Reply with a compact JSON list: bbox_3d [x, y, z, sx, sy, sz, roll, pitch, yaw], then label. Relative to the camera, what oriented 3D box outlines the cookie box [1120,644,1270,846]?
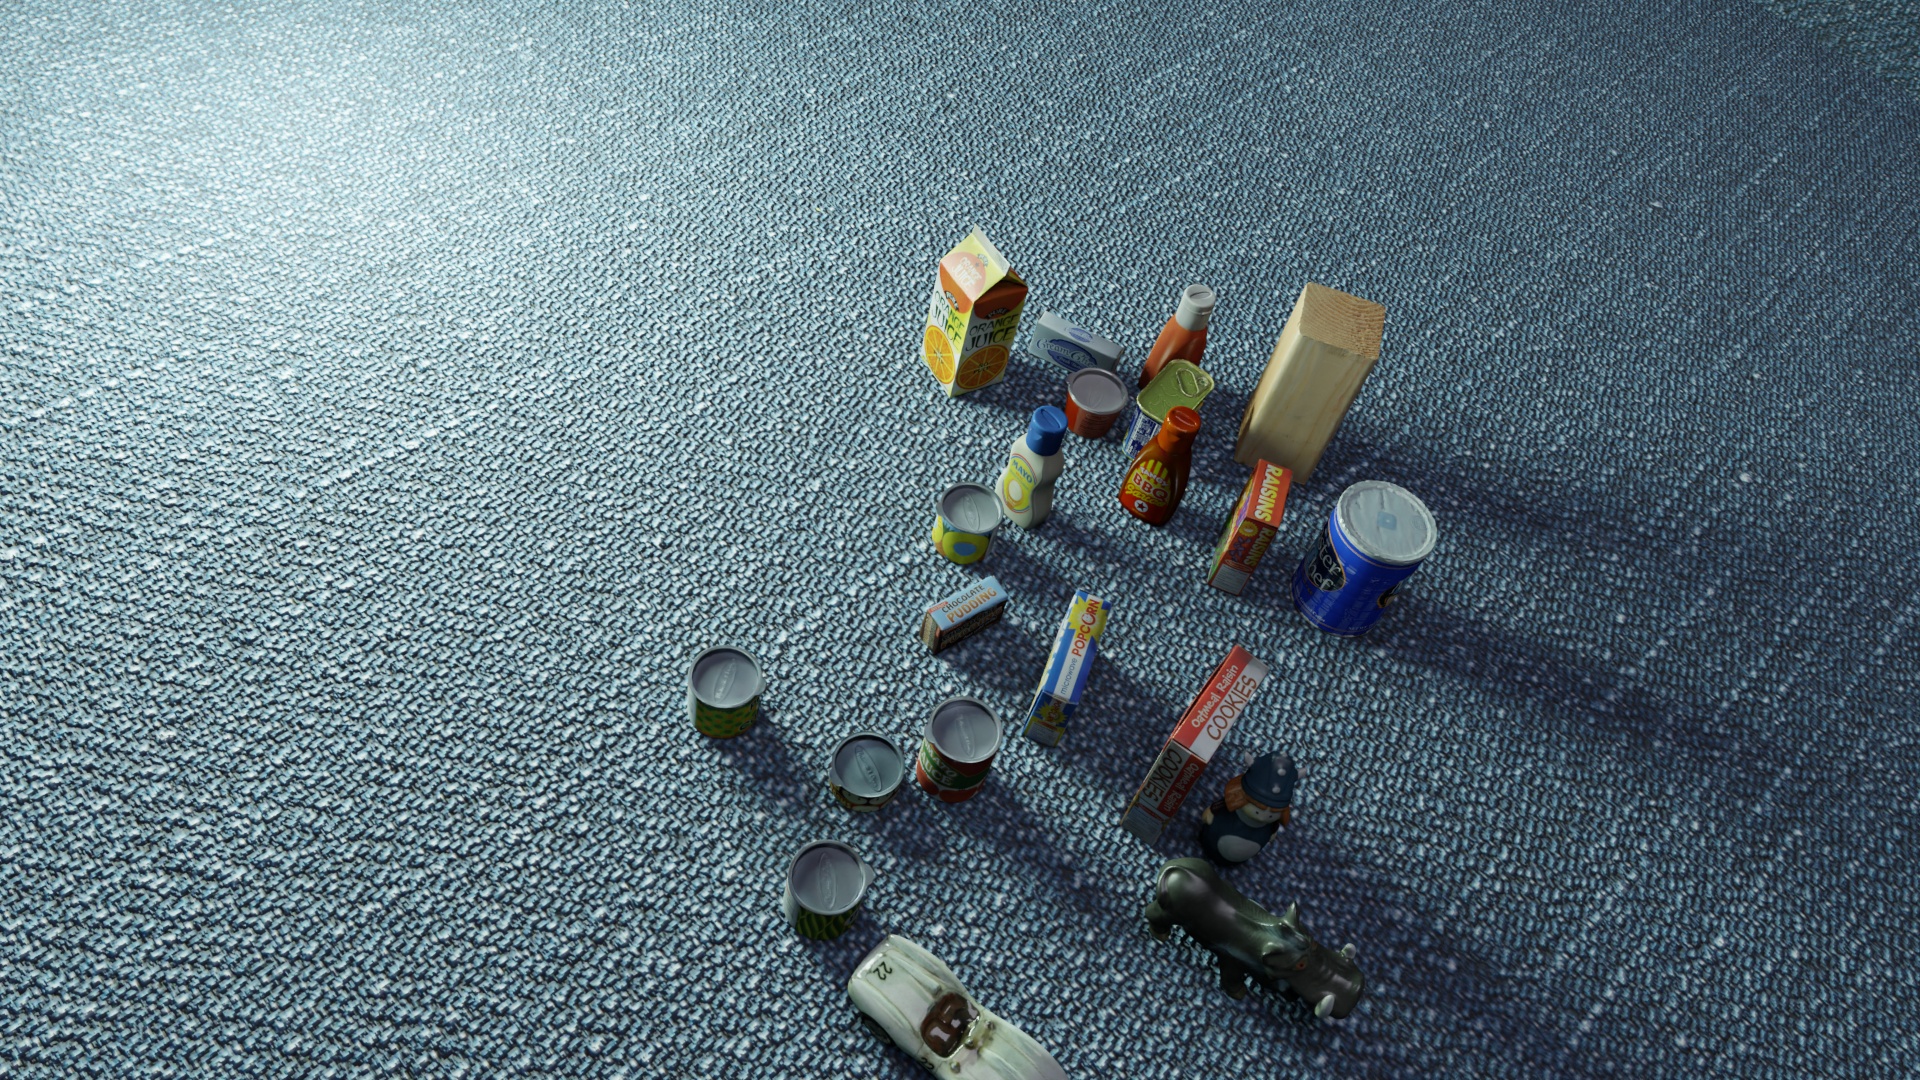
[{"bbox_3d":[0.208,0.185,1.246,0.040,0.166,0.123,33,54,13],"label":"cookie box"}]

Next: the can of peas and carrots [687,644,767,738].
[{"bbox_3d":[-0.211,0.138,1.257,0.071,0.058,0.071,6,52,-8],"label":"can of peas and carrots"}]

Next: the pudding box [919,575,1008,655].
[{"bbox_3d":[0.003,0.073,1.360,0.084,0.049,0.030,-26,63,-28],"label":"pudding box"}]

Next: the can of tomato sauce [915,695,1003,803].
[{"bbox_3d":[-0.004,0.190,1.249,0.071,0.082,0.071,6,53,-8],"label":"can of tomato sauce"}]

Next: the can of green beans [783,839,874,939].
[{"bbox_3d":[-0.114,0.293,1.162,0.071,0.057,0.071,6,52,-8],"label":"can of green beans"}]

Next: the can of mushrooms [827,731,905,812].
[{"bbox_3d":[-0.087,0.209,1.247,0.071,0.033,0.071,6,52,-8],"label":"can of mushrooms"}]

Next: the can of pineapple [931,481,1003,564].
[{"bbox_3d":[0.005,-0.018,1.424,0.071,0.057,0.071,6,52,-8],"label":"can of pineapple"}]

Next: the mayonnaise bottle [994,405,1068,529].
[{"bbox_3d":[0.076,-0.077,1.428,0.041,0.147,0.065,-29,64,-29],"label":"mayonnaise bottle"}]

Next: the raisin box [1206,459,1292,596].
[{"bbox_3d":[0.301,-0.012,1.444,0.040,0.122,0.086,21,52,4],"label":"raisin box"}]

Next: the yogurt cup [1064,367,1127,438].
[{"bbox_3d":[0.149,-0.152,1.560,0.072,0.053,0.073,6,52,-8],"label":"yogurt cup"}]

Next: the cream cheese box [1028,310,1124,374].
[{"bbox_3d":[0.133,-0.221,1.609,0.104,0.053,0.024,27,53,8],"label":"cream cheese box"}]

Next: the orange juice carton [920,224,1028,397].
[{"bbox_3d":[0.017,-0.252,1.519,0.073,0.191,0.072,-20,60,-25],"label":"orange juice carton"}]

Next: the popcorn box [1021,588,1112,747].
[{"bbox_3d":[0.101,0.122,1.322,0.038,0.084,0.127,21,52,4],"label":"popcorn box"}]

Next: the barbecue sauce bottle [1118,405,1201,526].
[{"bbox_3d":[0.214,-0.080,1.460,0.065,0.147,0.044,34,54,13],"label":"barbecue sauce bottle"}]

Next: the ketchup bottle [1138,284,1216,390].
[{"bbox_3d":[0.251,-0.224,1.577,0.065,0.148,0.044,-16,58,-23],"label":"ketchup bottle"}]
